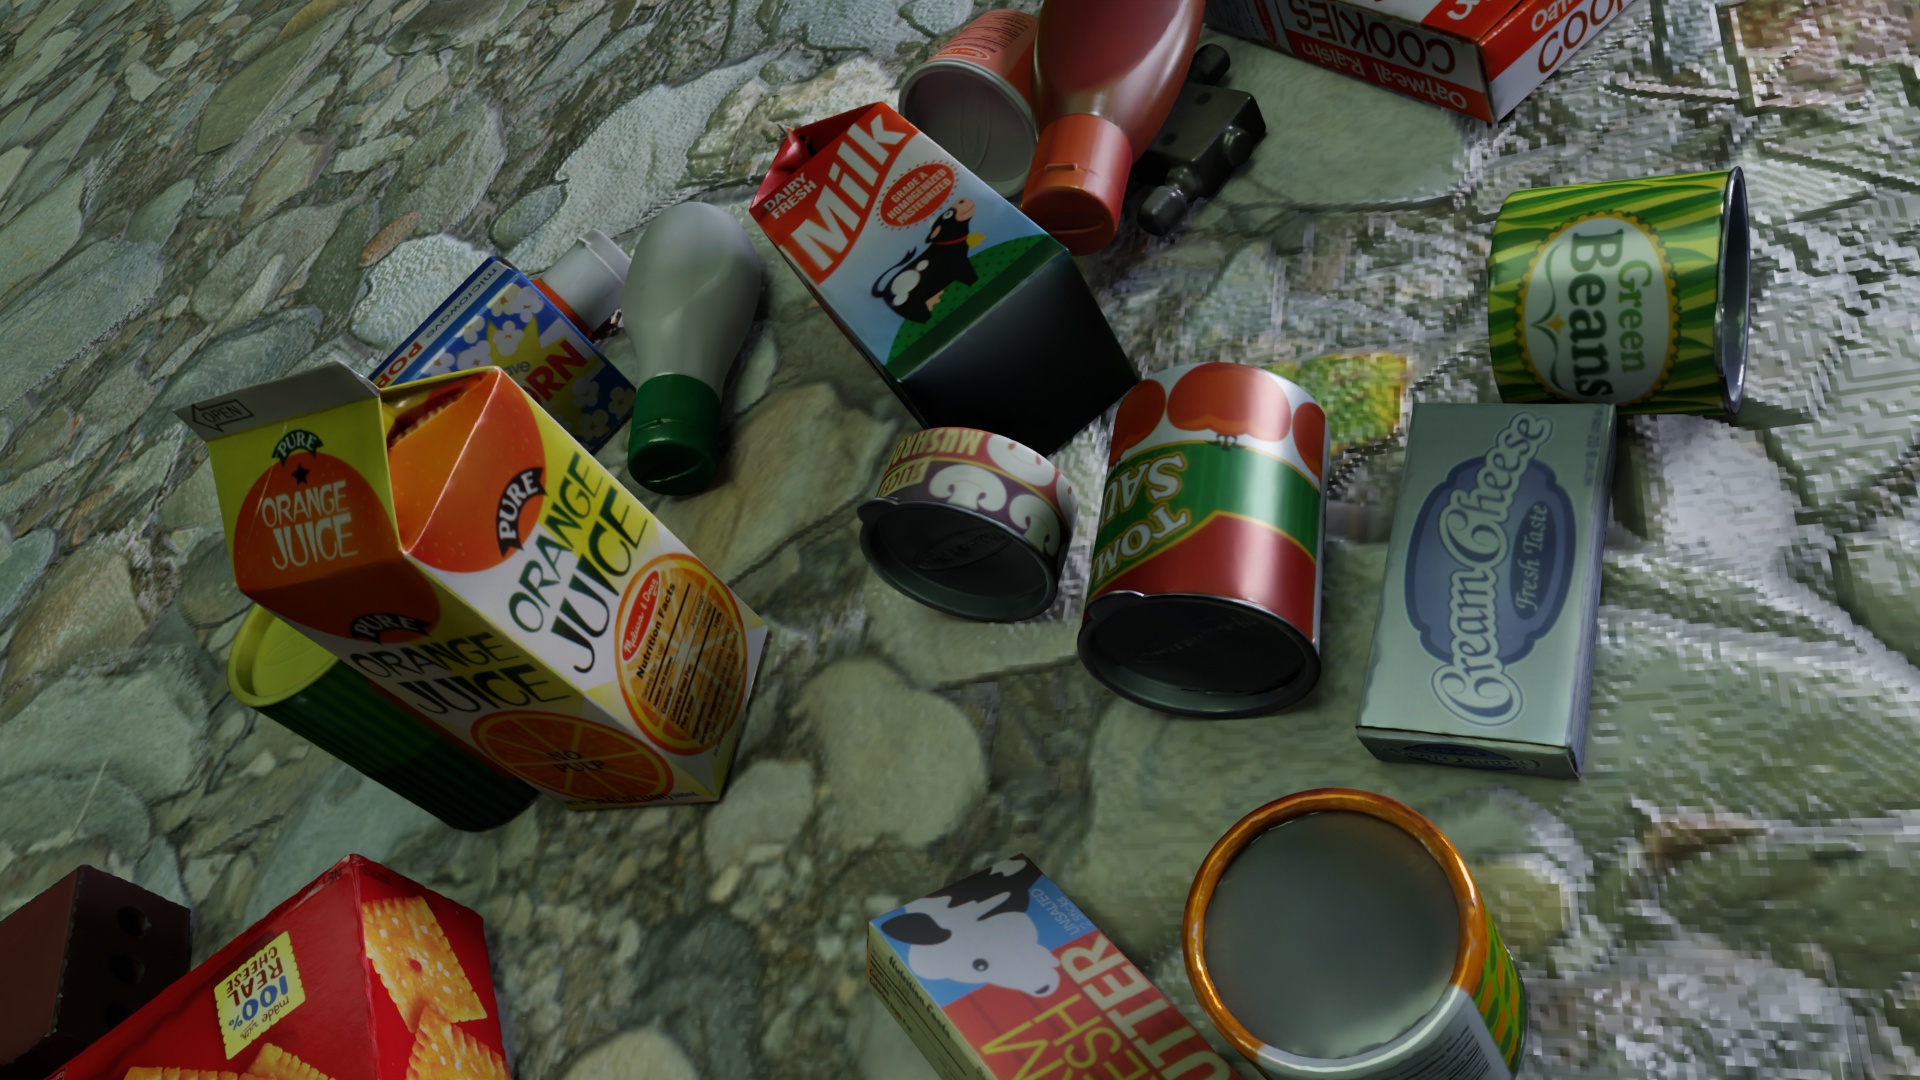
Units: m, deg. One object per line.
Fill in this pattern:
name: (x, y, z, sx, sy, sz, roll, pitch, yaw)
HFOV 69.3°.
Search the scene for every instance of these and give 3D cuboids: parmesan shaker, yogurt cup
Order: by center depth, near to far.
parmesan shaker: (-0.200, 0.053, 0.506, 0.071, 0.102, 0.072, -17, 49, 20)
yogurt cup: (0.014, -0.189, 0.596, 0.072, 0.072, 0.054, 6, 51, 36)

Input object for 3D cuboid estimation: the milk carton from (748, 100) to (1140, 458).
milk carton: (-0.019, -0.106, 0.543, 0.073, 0.072, 0.191, -39, 44, 0)

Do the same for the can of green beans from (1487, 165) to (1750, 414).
can of green beans: (0.184, -0.068, 0.387, 0.058, 0.071, 0.071, 2, 57, 34)

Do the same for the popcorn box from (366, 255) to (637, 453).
popcorn box: (-0.215, -0.050, 0.611, 0.127, 0.085, 0.038, -49, 44, -10)

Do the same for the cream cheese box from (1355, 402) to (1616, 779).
cream cheese box: (0.143, 0.010, 0.374, 0.053, 0.024, 0.104, 2, 63, 33)

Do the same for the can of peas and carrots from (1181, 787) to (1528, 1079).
can of peas and carrots: (0.090, 0.097, 0.320, 0.071, 0.058, 0.071, -17, 48, 20)

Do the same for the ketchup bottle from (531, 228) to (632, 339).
ketchup bottle: (-0.219, -0.089, 0.675, 0.149, 0.043, 0.065, -46, 46, -9)

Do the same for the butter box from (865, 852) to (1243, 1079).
butter box: (0.024, 0.125, 0.346, 0.053, 0.024, 0.104, -17, 36, -30)

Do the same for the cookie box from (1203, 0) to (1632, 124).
cookie box: (0.185, -0.238, 0.542, 0.123, 0.040, 0.168, -42, 45, -4)

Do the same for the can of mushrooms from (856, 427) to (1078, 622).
can of mushrooms: (0.002, -0.006, 0.450, 0.071, 0.071, 0.033, -1, 53, 32)

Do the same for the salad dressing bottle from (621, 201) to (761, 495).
salad dressing bottle: (-0.121, -0.086, 0.612, 0.064, 0.044, 0.148, -17, 49, 18)

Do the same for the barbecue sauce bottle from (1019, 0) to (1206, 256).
barbecue sauce bottle: (0.055, -0.177, 0.540, 0.065, 0.043, 0.149, 3, 57, 21)

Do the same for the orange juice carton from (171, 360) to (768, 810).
orange juice carton: (-0.149, 0.012, 0.444, 0.071, 0.192, 0.073, -9, 51, 28)

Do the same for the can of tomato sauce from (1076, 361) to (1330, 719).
can of tomato sauce: (0.071, -0.001, 0.403, 0.071, 0.071, 0.083, -7, 52, 28)
